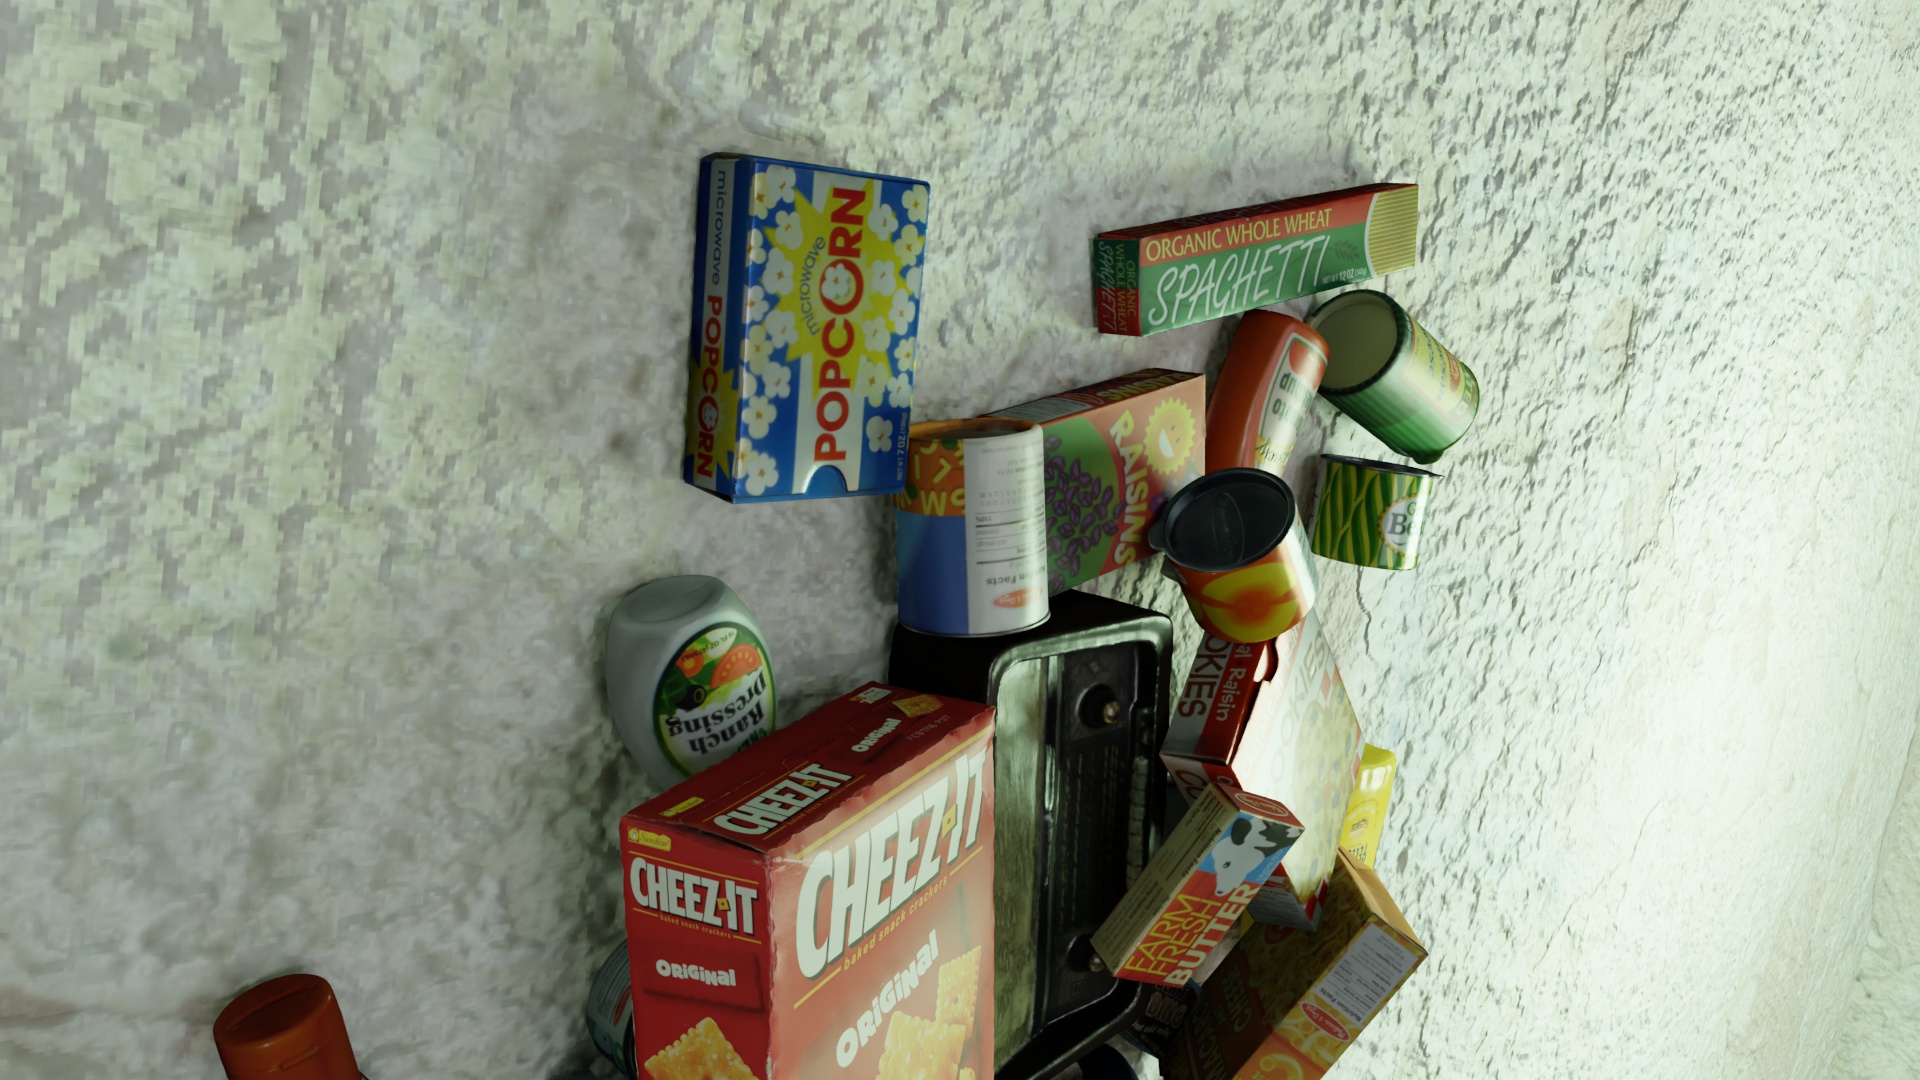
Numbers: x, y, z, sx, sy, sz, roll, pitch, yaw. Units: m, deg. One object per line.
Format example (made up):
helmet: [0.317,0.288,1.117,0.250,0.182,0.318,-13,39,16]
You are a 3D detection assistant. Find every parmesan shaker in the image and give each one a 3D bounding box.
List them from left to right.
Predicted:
parmesan shaker: [0.248,-0.093,0.803,0.103,0.071,0.071,24,85,-45]

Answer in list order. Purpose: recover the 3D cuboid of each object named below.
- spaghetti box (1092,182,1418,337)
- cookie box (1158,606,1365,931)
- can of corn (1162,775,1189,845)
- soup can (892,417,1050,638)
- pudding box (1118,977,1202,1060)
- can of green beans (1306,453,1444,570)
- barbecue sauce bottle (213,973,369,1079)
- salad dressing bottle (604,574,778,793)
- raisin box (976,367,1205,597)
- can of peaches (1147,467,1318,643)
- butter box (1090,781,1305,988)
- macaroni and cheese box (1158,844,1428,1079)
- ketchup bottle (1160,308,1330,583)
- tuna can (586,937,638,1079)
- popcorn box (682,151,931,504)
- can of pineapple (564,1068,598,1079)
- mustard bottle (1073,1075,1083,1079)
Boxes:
spaghetti box: [0.164,-0.152,0.736,0.251,0.029,0.050,-19,114,-39]
cookie box: [0.165,0.109,0.728,0.166,0.040,0.123,58,46,-40]
can of corn: [0.118,0.173,0.758,0.071,0.071,0.058,-40,126,-28]
soup can: [0.002,-0.008,0.599,0.071,0.071,0.083,-13,106,-40]
pudding box: [0.100,0.254,0.791,0.050,0.030,0.083,-55,132,-18]
can of green beans: [0.241,-0.017,0.821,0.071,0.071,0.057,-1,103,-43]
barbecue sauce bottle: [-0.215,0.220,0.475,0.065,0.044,0.148,-23,116,-37]
salad dressing bottle: [-0.097,0.087,0.548,0.064,0.044,0.147,-30,121,-35]
raisin box: [0.067,-0.031,0.671,0.124,0.040,0.085,-19,114,-39]
can of peaches: [0.133,0.008,0.674,0.071,0.071,0.058,-50,135,-21]
butter box: [0.110,0.161,0.648,0.053,0.024,0.103,22,109,-37]
macaroni and cheese box: [0.177,0.257,0.776,0.040,0.124,0.166,38,97,-1]
ketchup bottle: [0.149,-0.045,0.742,0.064,0.043,0.149,27,84,-51]
tuna can: [-0.114,0.191,0.568,0.071,0.033,0.071,-14,112,-40]
popcorn box: [-0.059,-0.081,0.539,0.085,0.038,0.126,-5,105,-44]
can of pineapple: [-0.136,0.251,0.542,0.057,0.071,0.071,42,73,-42]
mustard bottle: [0.040,0.365,0.752,0.161,0.049,0.065,-39,122,-29]
